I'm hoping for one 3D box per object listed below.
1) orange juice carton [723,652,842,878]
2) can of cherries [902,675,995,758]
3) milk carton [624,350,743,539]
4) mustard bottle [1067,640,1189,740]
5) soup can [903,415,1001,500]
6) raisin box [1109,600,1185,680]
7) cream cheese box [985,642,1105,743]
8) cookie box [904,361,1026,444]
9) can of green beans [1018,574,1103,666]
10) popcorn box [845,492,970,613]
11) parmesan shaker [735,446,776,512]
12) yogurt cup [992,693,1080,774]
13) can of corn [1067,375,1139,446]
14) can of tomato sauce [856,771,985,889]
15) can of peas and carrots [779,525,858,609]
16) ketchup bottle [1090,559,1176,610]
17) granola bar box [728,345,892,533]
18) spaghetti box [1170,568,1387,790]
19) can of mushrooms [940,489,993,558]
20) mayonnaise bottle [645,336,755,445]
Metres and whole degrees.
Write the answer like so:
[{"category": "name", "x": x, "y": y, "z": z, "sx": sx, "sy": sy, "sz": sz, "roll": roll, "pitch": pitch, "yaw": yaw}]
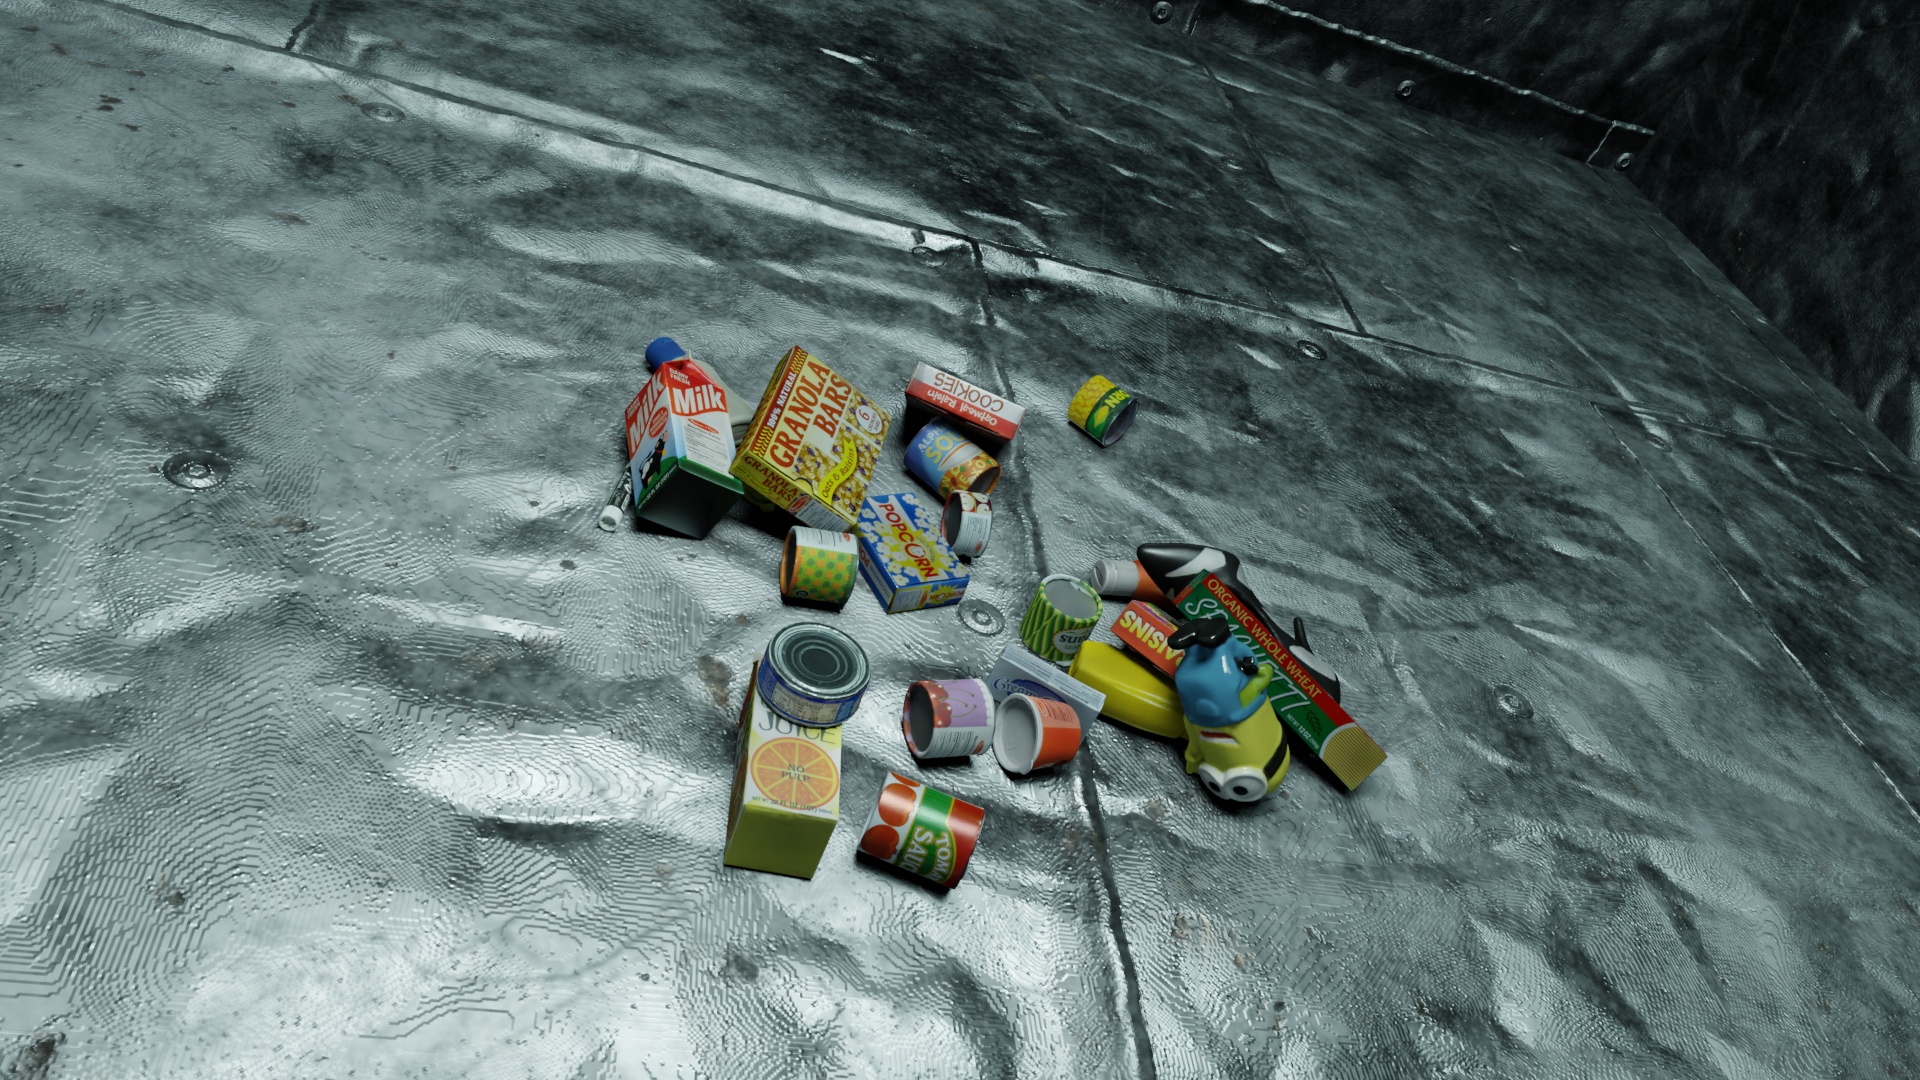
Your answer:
[{"category": "orange juice carton", "x": -0.137, "y": 0.162, "z": 1.096, "sx": 0.072, "sy": 0.072, "sz": 0.194, "roll": 13, "pitch": 37, "yaw": -14}, {"category": "can of cherries", "x": -0.011, "y": 0.150, "z": 1.187, "sx": 0.058, "sy": 0.071, "sz": 0.072, "roll": 0, "pitch": 43, "yaw": -27}, {"category": "milk carton", "x": -0.267, "y": -0.099, "z": 1.323, "sx": 0.073, "sy": 0.072, "sz": 0.191, "roll": 24, "pitch": 34, "yaw": -37}, {"category": "mustard bottle", "x": 0.178, "y": 0.151, "z": 1.304, "sx": 0.160, "sy": 0.048, "sz": 0.065, "roll": 26, "pitch": 33, "yaw": 1}, {"category": "soup can", "x": -0.008, "y": -0.081, "z": 1.466, "sx": 0.084, "sy": 0.071, "sz": 0.072, "roll": 40, "pitch": 39, "yaw": 20}, {"category": "raisin box", "x": 0.197, "y": 0.098, "z": 1.341, "sx": 0.086, "sy": 0.040, "sz": 0.123, "roll": 38, "pitch": 6, "yaw": 15}, {"category": "cream cheese box", "x": 0.075, "y": 0.139, "z": 1.258, "sx": 0.104, "sy": 0.053, "sz": 0.024, "roll": 29, "pitch": 39, "yaw": 6}, {"category": "cookie box", "x": 0.003, "y": -0.145, "z": 1.506, "sx": 0.123, "sy": 0.040, "sz": 0.167, "roll": 23, "pitch": 1, "yaw": -2}, {"category": "can of green beans", "x": 0.098, "y": 0.075, "z": 1.345, "sx": 0.071, "sy": 0.057, "sz": 0.071, "roll": 15, "pitch": 38, "yaw": -12}, {"category": "popcorn box", "x": -0.058, "y": 0.011, "z": 1.354, "sx": 0.085, "sy": 0.038, "sz": 0.127, "roll": -7, "pitch": 47, "yaw": -34}, {"category": "parmesan shaker", "x": -0.172, "y": -0.081, "z": 1.384, "sx": 0.071, "sy": 0.071, "sz": 0.103, "roll": 34, "pitch": 37, "yaw": 12}, {"category": "yogurt cup", "x": 0.068, "y": 0.168, "z": 1.212, "sx": 0.054, "sy": 0.072, "sz": 0.073, "roll": 7, "pitch": 39, "yaw": -35}, {"category": "can of corn", "x": 0.171, "y": -0.158, "z": 1.658, "sx": 0.058, "sy": 0.070, "sz": 0.071, "roll": 39, "pitch": 39, "yaw": 20}, {"category": "can of tomato sauce", "x": -0.031, "y": 0.226, "z": 1.082, "sx": 0.083, "sy": 0.070, "sz": 0.071, "roll": 22, "pitch": 37, "yaw": -1}, {"category": "can of peas and carrots", "x": -0.131, "y": 0.025, "z": 1.276, "sx": 0.059, "sy": 0.070, "sz": 0.071, "roll": 9, "pitch": 39, "yaw": -19}, {"category": "ketchup bottle", "x": 0.210, "y": 0.043, "z": 1.457, "sx": 0.149, "sy": 0.043, "sz": 0.065, "roll": 6, "pitch": 43, "yaw": -23}, {"category": "granola bar box", "x": -0.140, "y": -0.096, "z": 1.336, "sx": 0.124, "sy": 0.039, "sz": 0.166, "roll": 36, "pitch": 41, "yaw": -20}, {"category": "spaghetti box", "x": 0.305, "y": 0.133, "z": 1.333, "sx": 0.250, "sy": 0.050, "sz": 0.028, "roll": 46, "pitch": 0, "yaw": 0}, {"category": "can of mushrooms", "x": 0.005, "y": -0.018, "z": 1.401, "sx": 0.033, "sy": 0.070, "sz": 0.071, "roll": 8, "pitch": 40, "yaw": -20}, {"category": "mayonnaise bottle", "x": -0.273, "y": -0.154, "z": 1.436, "sx": 0.065, "sy": 0.041, "sz": 0.148, "roll": -17, "pitch": 52, "yaw": -41}]
